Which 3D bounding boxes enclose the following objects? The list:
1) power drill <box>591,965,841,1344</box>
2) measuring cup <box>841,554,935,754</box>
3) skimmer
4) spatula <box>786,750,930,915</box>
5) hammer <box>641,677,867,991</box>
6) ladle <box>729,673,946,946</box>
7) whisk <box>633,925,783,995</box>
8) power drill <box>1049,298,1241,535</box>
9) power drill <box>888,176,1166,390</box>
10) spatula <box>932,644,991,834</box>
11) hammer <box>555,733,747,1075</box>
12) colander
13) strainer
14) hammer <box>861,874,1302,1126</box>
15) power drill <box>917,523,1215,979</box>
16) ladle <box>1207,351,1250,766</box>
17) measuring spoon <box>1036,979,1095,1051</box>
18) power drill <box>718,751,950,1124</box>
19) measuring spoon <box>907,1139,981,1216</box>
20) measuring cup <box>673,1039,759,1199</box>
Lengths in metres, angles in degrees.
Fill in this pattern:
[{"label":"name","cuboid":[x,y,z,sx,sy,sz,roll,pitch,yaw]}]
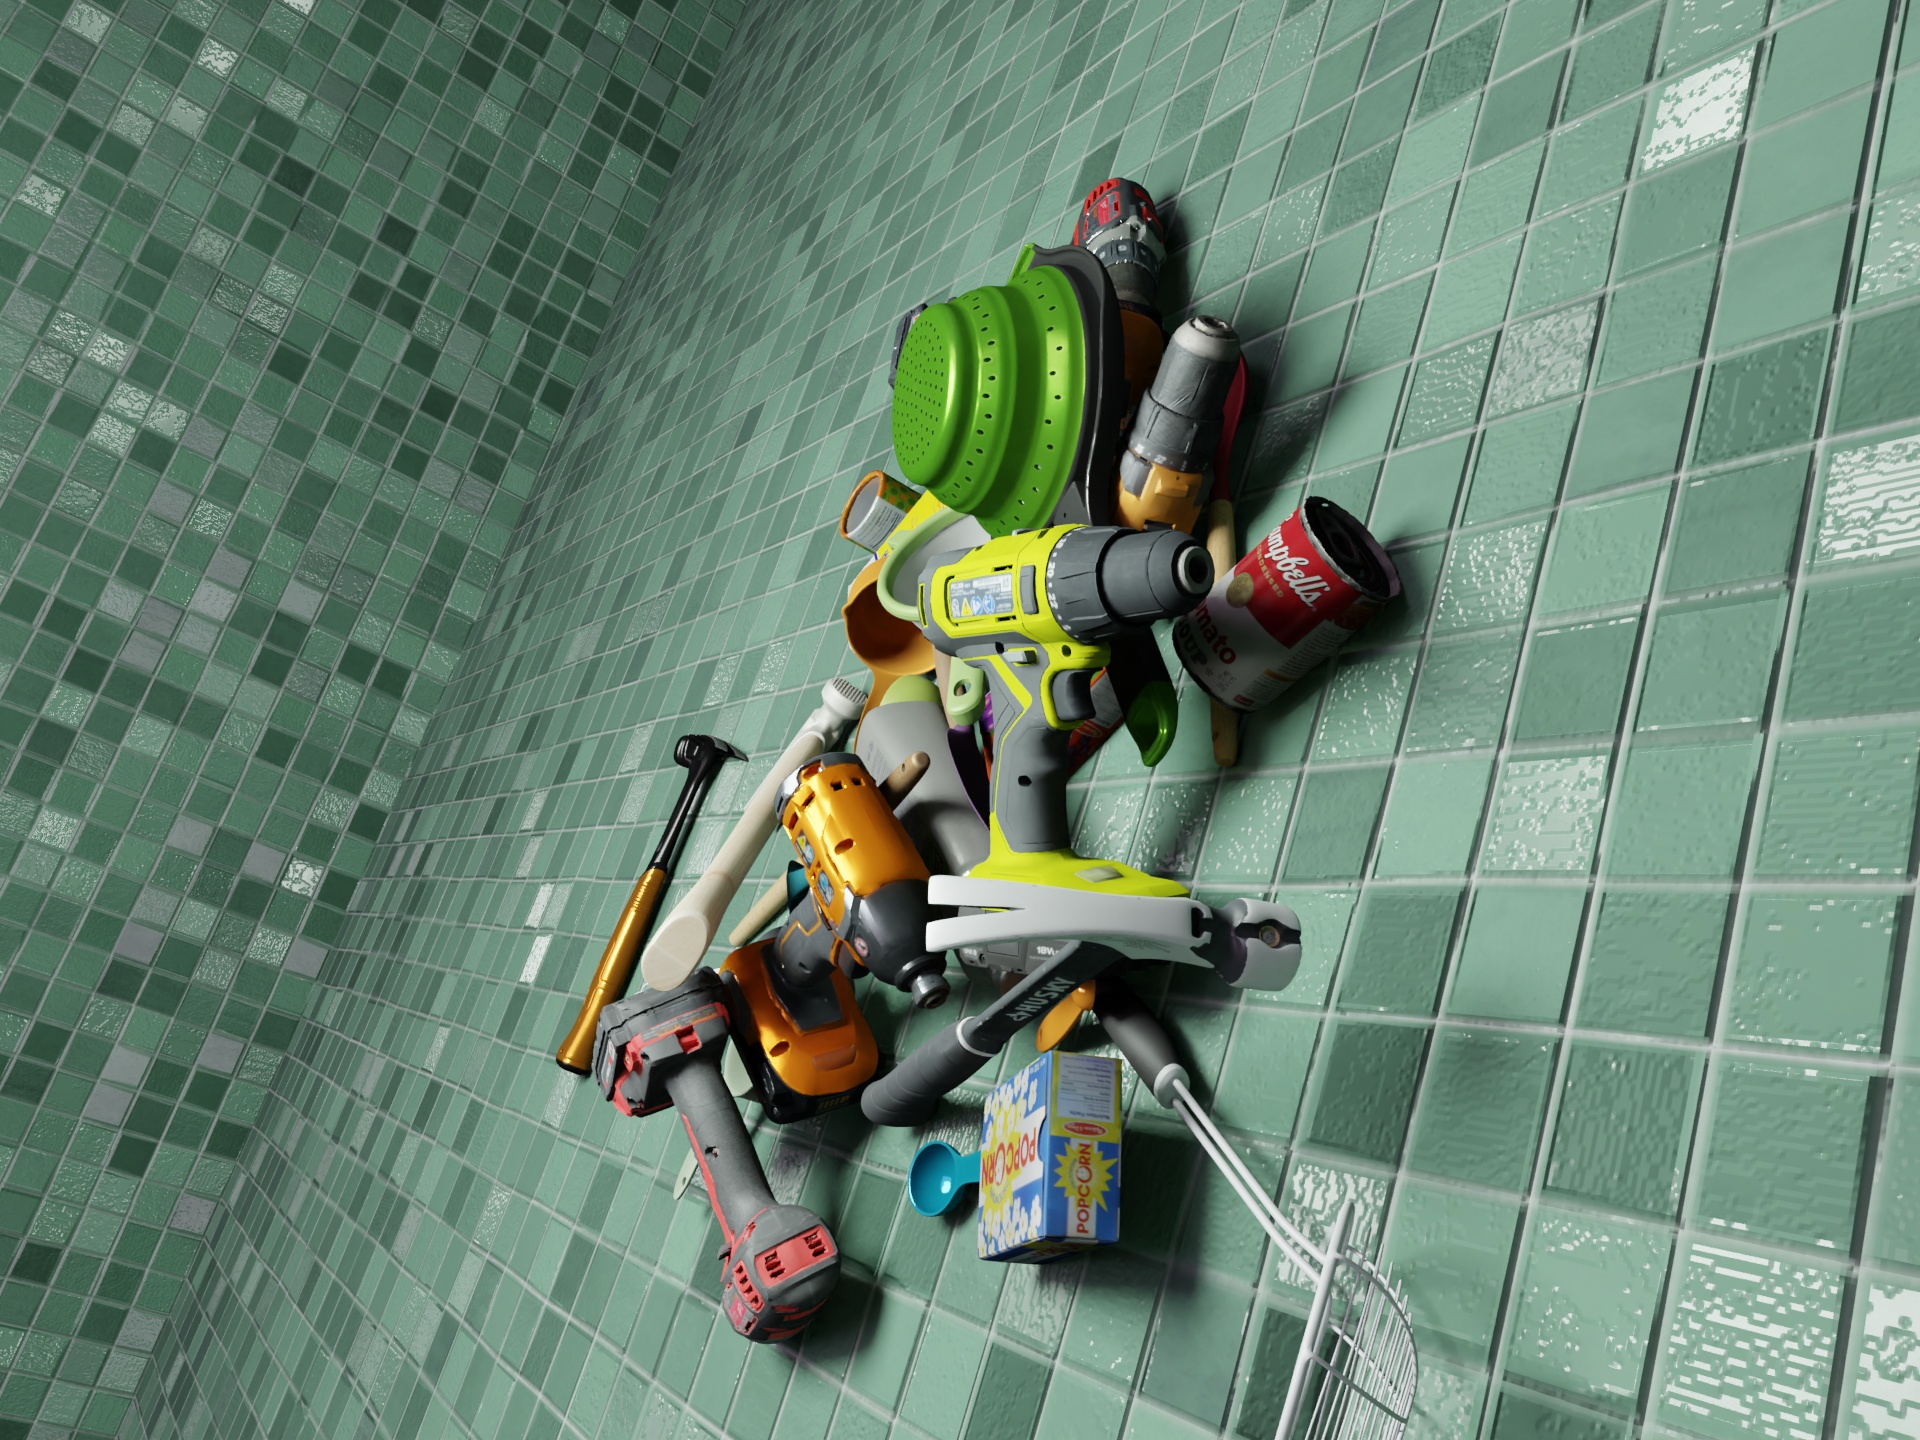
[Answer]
[{"label":"power drill","cuboid":[-0.150,0.279,0.991,0.220,0.078,0.143,58,151,23]},{"label":"measuring cup","cuboid":[-0.055,-0.048,1.230,0.052,0.095,0.173,-94,19,-59]},{"label":"skimmer","cuboid":[0.093,0.197,0.707,0.364,0.090,0.127,-129,45,-63]},{"label":"spatula","cuboid":[-0.073,0.088,1.060,0.317,0.044,0.082,133,139,-56]},{"label":"hammer","cuboid":[-0.155,0.090,1.141,0.146,0.038,0.411,-53,5,20]},{"label":"ladle","cuboid":[-0.104,0.079,1.210,0.320,0.062,0.078,-46,-7,37]},{"label":"whisk","cuboid":[-0.181,0.198,1.196,0.284,0.070,0.070,-36,37,51]},{"label":"power drill","cuboid":[0.107,-0.197,1.004,0.226,0.084,0.185,-103,26,-52]},{"label":"power drill","cuboid":[0.056,-0.300,1.201,0.226,0.080,0.188,-29,34,26]},{"label":"spatula","cuboid":[-0.002,-0.003,1.041,0.018,0.059,0.316,-30,21,6]},{"label":"hammer","cuboid":[-0.295,0.170,1.491,0.127,0.034,0.337,2,68,62]},{"label":"colander","cuboid":[0.033,-0.136,0.940,0.204,0.094,0.398,116,149,-44]},{"label":"strainer","cuboid":[0.019,-0.065,1.073,0.151,0.069,0.257,-18,36,17]},{"label":"hammer","cuboid":[0.010,0.155,0.794,0.408,0.149,0.036,126,151,-61]},{"label":"power drill","cuboid":[0.059,0.012,0.819,0.191,0.080,0.228,-2,93,52]},{"label":"ladle","cuboid":[0.155,-0.109,0.947,0.069,0.031,0.316,130,152,-51]},{"label":"measuring spoon","cuboid":[0.053,0.158,0.853,0.116,0.011,0.021,115,159,-63]},{"label":"power drill","cuboid":[-0.074,0.151,0.968,0.164,0.084,0.226,58,142,32]},{"label":"measuring spoon","cuboid":[0.021,0.247,0.880,0.128,0.021,0.042,-26,53,38]},{"label":"measuring cup","cuboid":[-0.154,0.276,1.141,0.167,0.038,0.083,-62,26,6]}]
